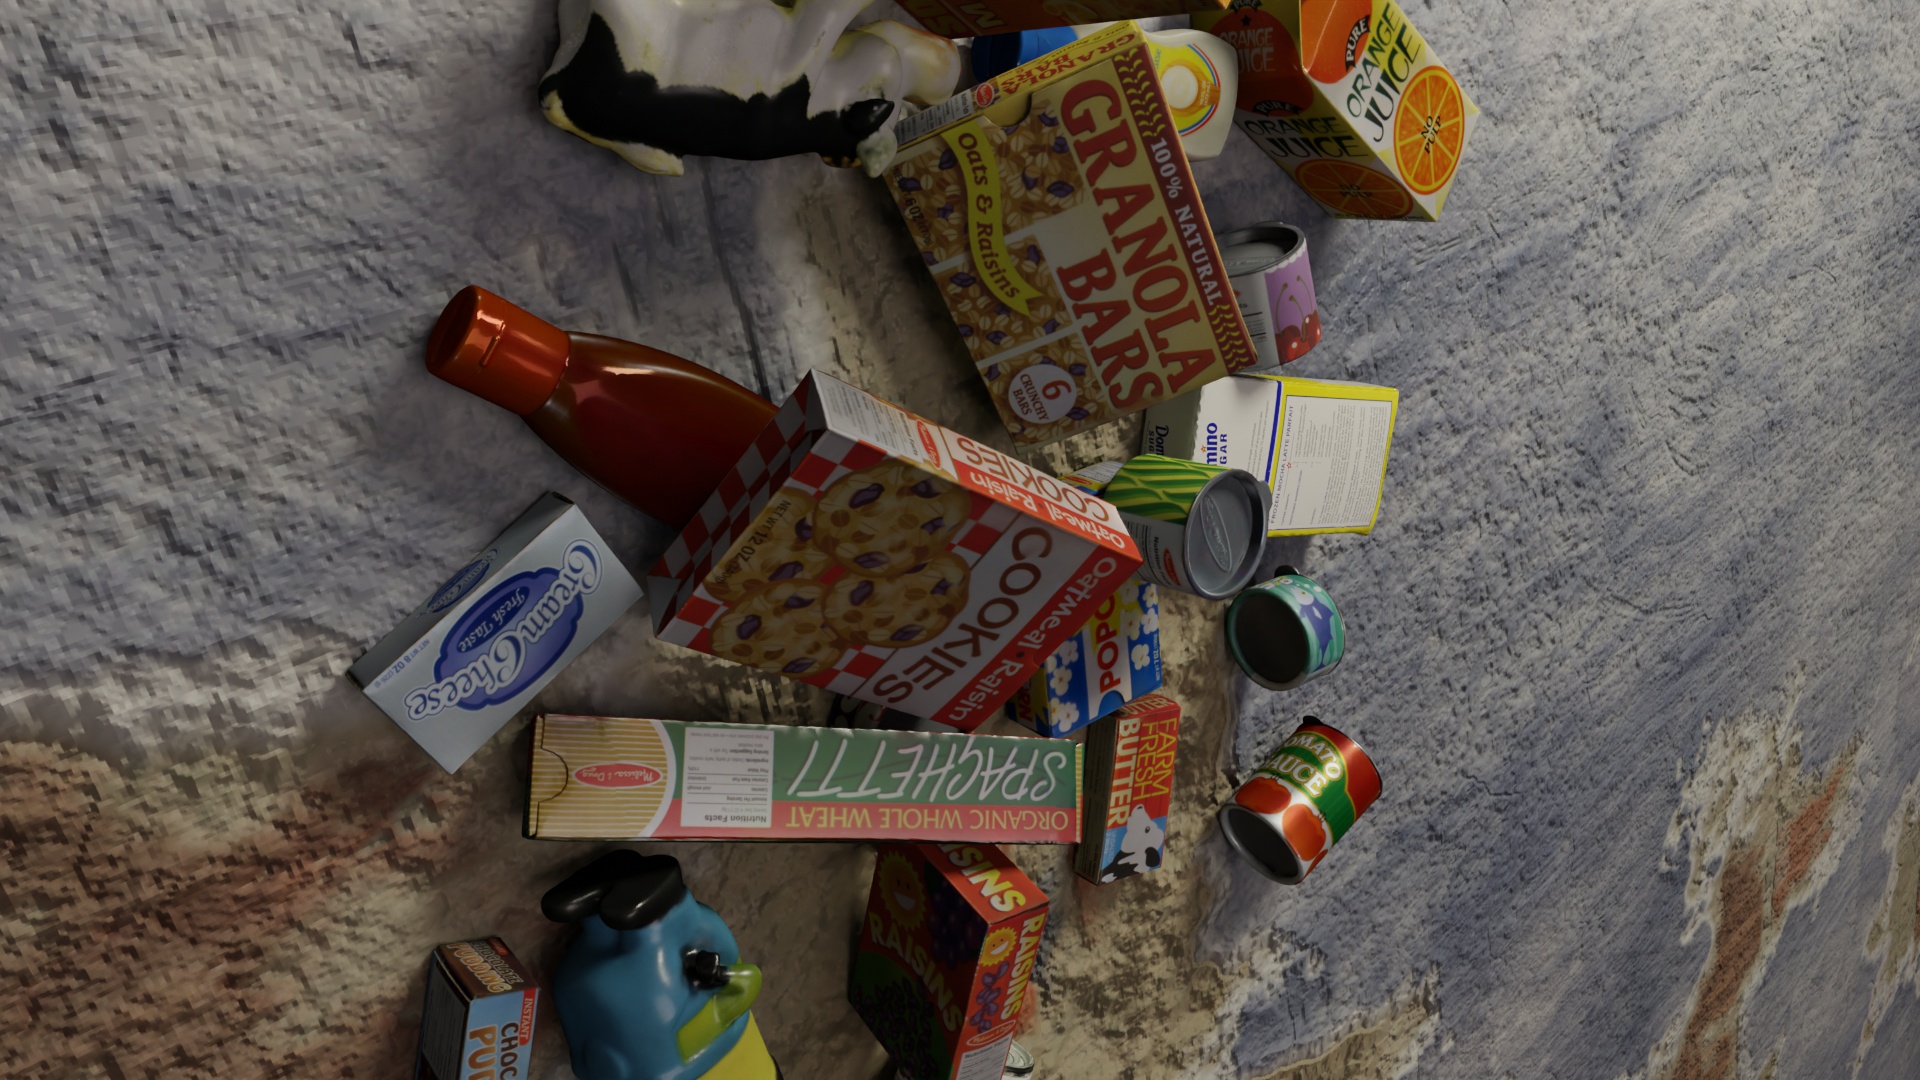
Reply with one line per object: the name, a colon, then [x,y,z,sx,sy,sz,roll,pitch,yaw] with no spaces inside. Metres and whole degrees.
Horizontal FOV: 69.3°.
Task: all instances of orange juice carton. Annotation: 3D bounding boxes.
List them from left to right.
orange juice carton: [0.197,-0.250,0.748,0.192,0.072,0.073,27,83,-41]

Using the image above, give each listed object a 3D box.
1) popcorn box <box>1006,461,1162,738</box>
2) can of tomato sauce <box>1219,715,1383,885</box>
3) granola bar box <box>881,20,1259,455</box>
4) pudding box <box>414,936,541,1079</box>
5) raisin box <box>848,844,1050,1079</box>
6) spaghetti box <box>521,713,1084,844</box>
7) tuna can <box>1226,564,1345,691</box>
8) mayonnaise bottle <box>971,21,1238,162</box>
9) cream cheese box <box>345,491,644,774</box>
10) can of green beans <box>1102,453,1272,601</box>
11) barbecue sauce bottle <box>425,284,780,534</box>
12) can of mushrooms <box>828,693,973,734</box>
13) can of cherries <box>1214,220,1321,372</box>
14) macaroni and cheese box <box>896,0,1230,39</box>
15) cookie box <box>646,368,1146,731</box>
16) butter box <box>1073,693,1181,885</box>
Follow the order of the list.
popcorn box: [0.062,0.030,0.732,0.085,0.038,0.126,-20,114,-36]
can of tomato sauce: [0.213,0.164,0.876,0.083,0.071,0.071,-38,123,-25]
granola bar box: [0.051,-0.132,0.634,0.124,0.039,0.165,-21,123,11]
pudding box: [-0.195,0.209,0.556,0.030,0.049,0.083,5,98,-39]
raisin box: [-0.008,0.199,0.668,0.040,0.086,0.122,-9,122,-36]
spaghetti box: [-0.060,0.107,0.604,0.250,0.028,0.050,7,76,-25]
tuna can: [0.193,0.053,0.830,0.033,0.071,0.070,-17,112,-35]
mayonnaise bottle: [0.072,-0.223,0.671,0.148,0.041,0.064,-3,105,-40]
cream cheese box: [-0.178,0.035,0.541,0.104,0.024,0.053,-46,128,-21]
can of green beans: [0.112,-0.008,0.698,0.071,0.058,0.071,-12,109,-40]
barbecue sauce bottle: [-0.132,-0.050,0.544,0.148,0.044,0.065,28,92,-40]
can of mushrooms: [-0.027,0.089,0.677,0.071,0.033,0.071,-11,108,-37]
can of cherries: [0.160,-0.132,0.752,0.072,0.071,0.058,-36,122,-27]
macaroni and cheese box: [0.012,-0.248,0.531,0.123,0.166,0.040,29,83,-41]
cookie box: [-0.025,0.013,0.579,0.167,0.040,0.122,22,123,-35]
butter box: [0.096,0.143,0.799,0.053,0.024,0.103,-3,103,-39]
